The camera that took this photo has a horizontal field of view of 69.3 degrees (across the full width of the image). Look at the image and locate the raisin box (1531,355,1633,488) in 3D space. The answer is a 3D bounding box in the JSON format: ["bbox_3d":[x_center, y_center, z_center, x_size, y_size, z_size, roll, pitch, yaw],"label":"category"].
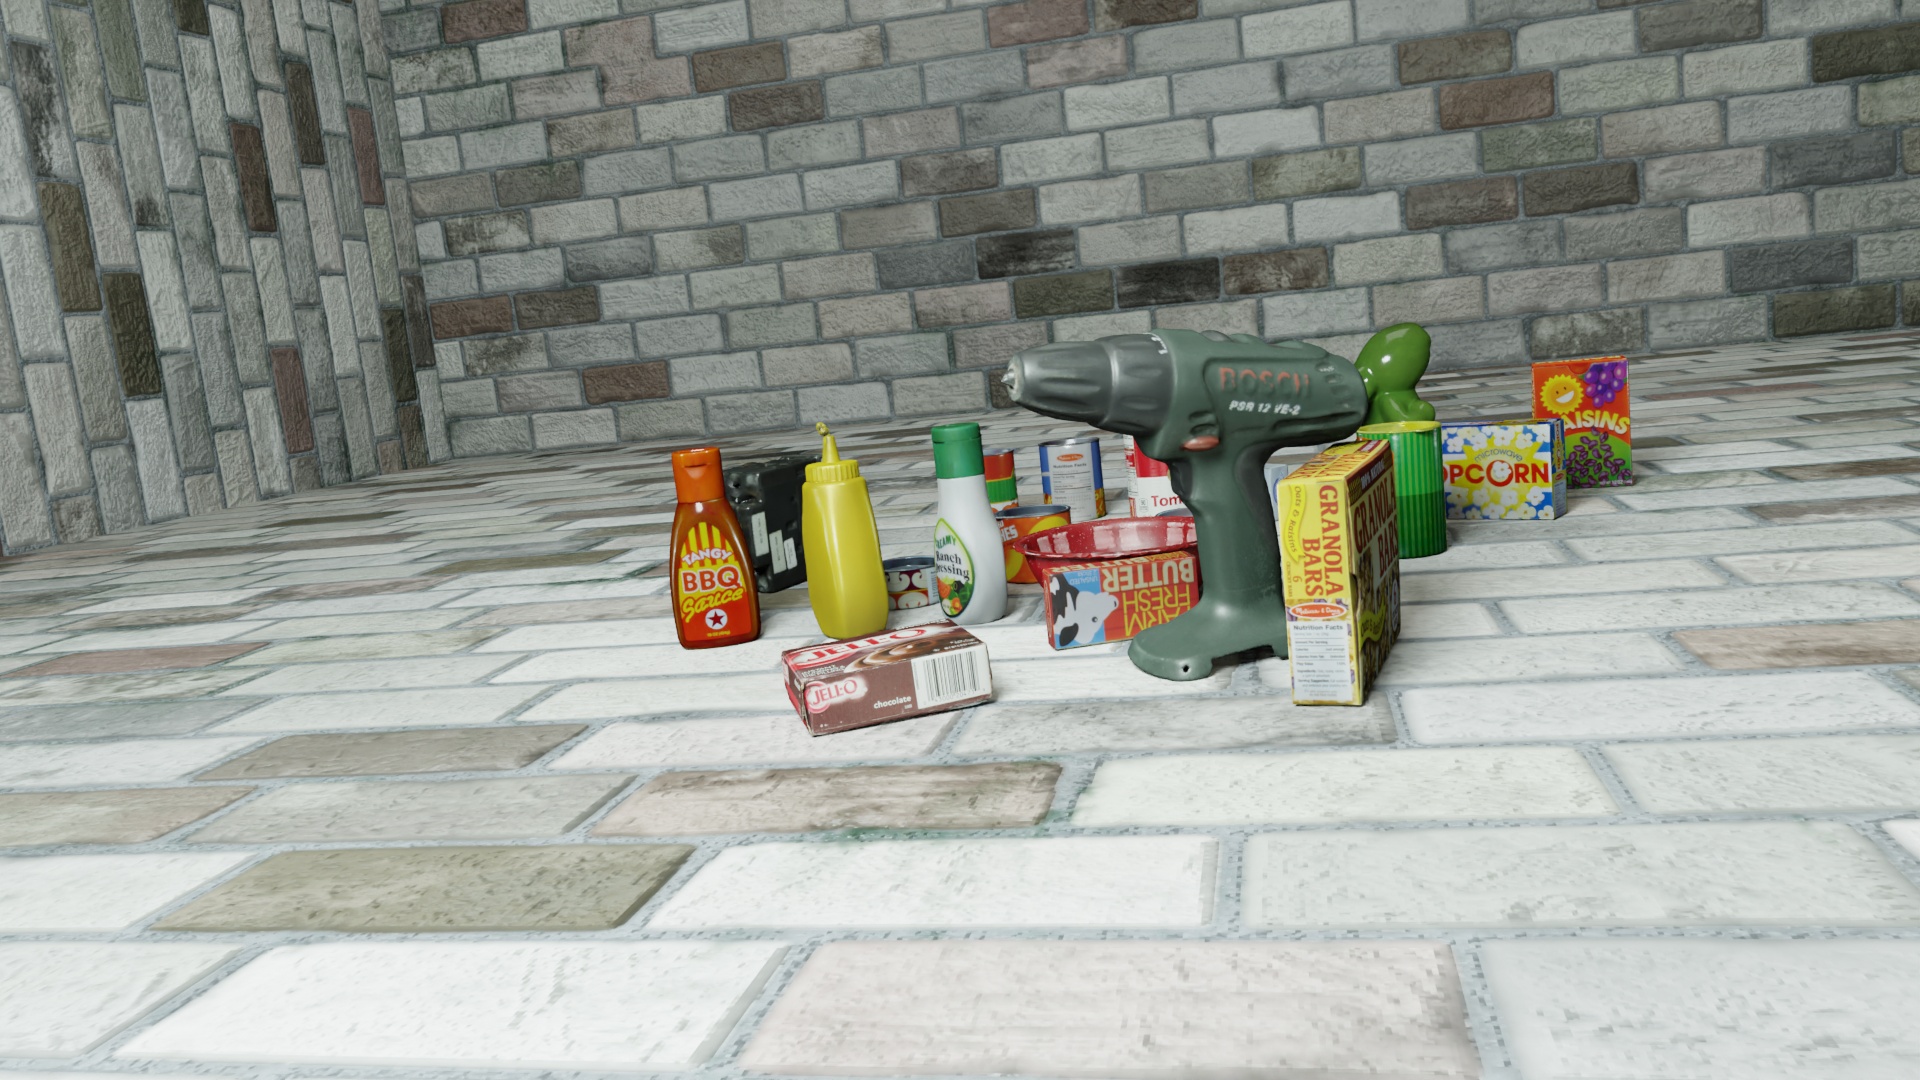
[{"bbox_3d":[0.598,-0.113,1.340,0.086,0.123,0.040,-3,9,21],"label":"raisin box"}]

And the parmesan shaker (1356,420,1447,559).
[{"bbox_3d":[0.356,-0.041,1.115,0.071,0.103,0.071,-6,9,1],"label":"parmesan shaker"}]

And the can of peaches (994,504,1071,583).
[{"bbox_3d":[0.061,0.003,1.181,0.071,0.058,0.071,-6,9,1],"label":"can of peaches"}]

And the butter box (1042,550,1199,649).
[{"bbox_3d":[0.108,0.040,0.936,0.104,0.053,0.024,-8,9,-9],"label":"butter box"}]

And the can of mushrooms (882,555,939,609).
[{"bbox_3d":[-0.046,0.034,1.136,0.071,0.033,0.071,-6,9,1],"label":"can of mushrooms"}]

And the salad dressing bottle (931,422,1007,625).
[{"bbox_3d":[0.004,-0.013,1.035,0.044,0.147,0.064,-11,10,-32],"label":"salad dressing bottle"}]

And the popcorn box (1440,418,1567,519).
[{"bbox_3d":[0.468,-0.063,1.236,0.126,0.085,0.038,1,11,39],"label":"popcorn box"}]

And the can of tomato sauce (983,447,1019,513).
[{"bbox_3d":[0.029,-0.053,1.467,0.071,0.083,0.071,-6,9,1],"label":"can of tomato sauce"}]

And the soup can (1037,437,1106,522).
[{"bbox_3d":[0.120,-0.066,1.485,0.071,0.083,0.071,-6,9,1],"label":"soup can"}]

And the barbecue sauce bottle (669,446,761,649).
[{"bbox_3d":[-0.190,0.005,1.049,0.065,0.148,0.044,-7,9,-5],"label":"barbecue sauce bottle"}]

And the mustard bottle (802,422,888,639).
[{"bbox_3d":[-0.089,-0.009,1.029,0.049,0.160,0.065,-11,10,-30],"label":"mustard bottle"}]

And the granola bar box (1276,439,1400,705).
[{"bbox_3d":[0.223,0.013,0.803,0.039,0.124,0.166,-2,10,25],"label":"granola bar box"}]

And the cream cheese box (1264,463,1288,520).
[{"bbox_3d":[0.285,-0.050,1.376,0.024,0.053,0.104,-10,10,-26],"label":"cream cheese box"}]

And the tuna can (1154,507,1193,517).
[{"bbox_3d":[0.209,-0.010,1.241,0.071,0.032,0.071,-6,9,1],"label":"tuna can"}]
